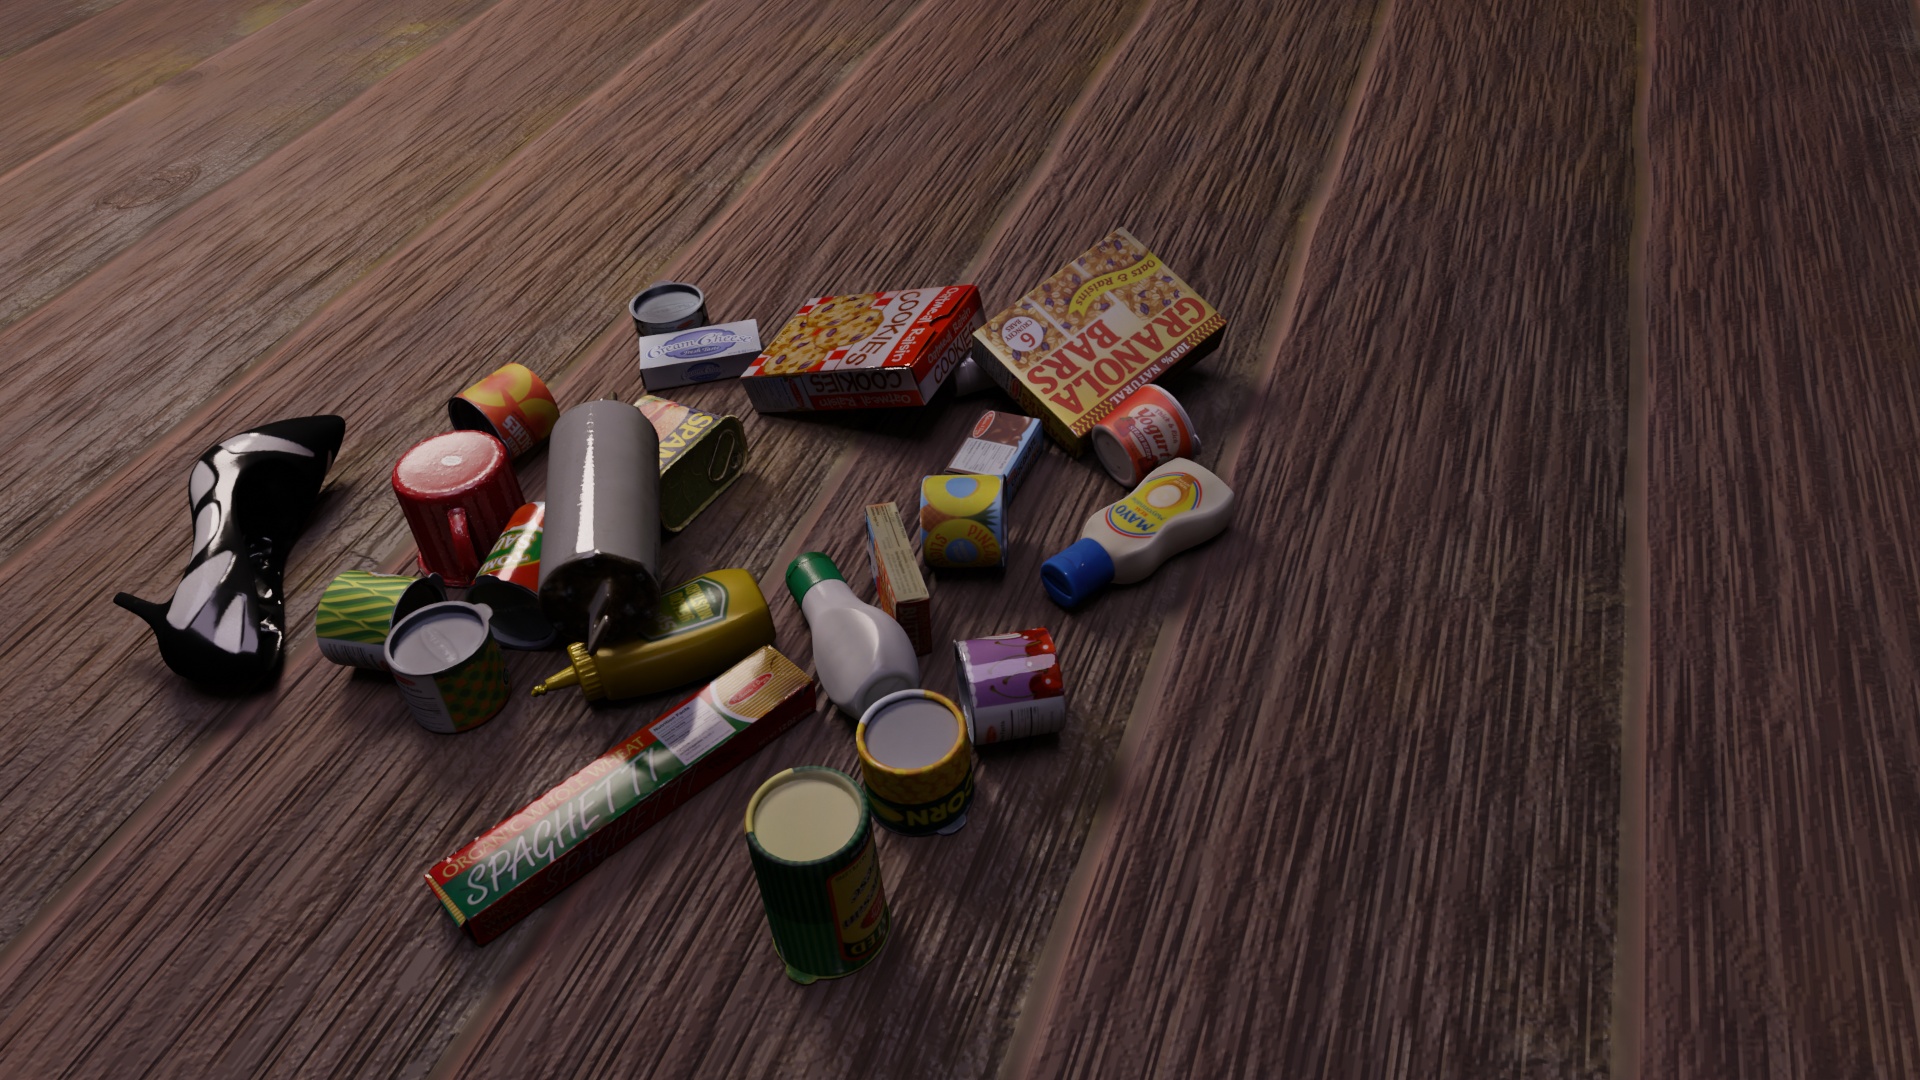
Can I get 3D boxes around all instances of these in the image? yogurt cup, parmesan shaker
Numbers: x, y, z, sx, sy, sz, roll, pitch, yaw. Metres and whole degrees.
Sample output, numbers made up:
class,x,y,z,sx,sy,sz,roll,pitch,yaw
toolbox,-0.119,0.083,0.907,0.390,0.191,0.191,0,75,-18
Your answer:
class,x,y,z,sx,sy,sz,roll,pitch,yaw
yogurt cup,0.135,-0.075,1.037,0.054,0.072,0.072,-31,48,-16
parmesan shaker,-0.076,0.180,0.741,0.071,0.102,0.072,-3,42,2

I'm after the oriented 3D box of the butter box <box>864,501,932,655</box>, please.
class,x,y,z,sx,sy,sz,roll,pitch,yaw
butter box,-0.043,0.026,0.947,0.024,0.052,0.104,-11,43,-11

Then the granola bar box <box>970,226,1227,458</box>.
class,x,y,z,sx,sy,sz,roll,pitch,yaw
granola bar box,0.109,-0.158,1.102,0.166,0.039,0.124,-38,72,-19

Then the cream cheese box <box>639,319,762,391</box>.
class,x,y,z,sx,sy,sz,roll,pitch,yaw
cream cheese box,-0.222,-0.160,1.192,0.104,0.024,0.053,-11,41,-7

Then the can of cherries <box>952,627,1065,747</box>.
class,x,y,z,sx,sy,sz,roll,pitch,yaw
can of cherries,0.030,0.088,0.860,0.058,0.071,0.072,-10,42,-5

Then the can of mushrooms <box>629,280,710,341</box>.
class,x,y,z,sx,sy,sz,roll,pitch,yaw
can of mushrooms,-0.258,-0.200,1.233,0.071,0.033,0.071,-3,42,3

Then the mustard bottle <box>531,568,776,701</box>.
class,x,y,z,sx,sy,sz,roll,pitch,yaw
mustard bottle,-0.204,0.070,0.915,0.161,0.048,0.065,-22,43,-18

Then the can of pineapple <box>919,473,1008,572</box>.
class,x,y,z,sx,sy,sz,roll,pitch,yaw
can of pineapple,0.003,-0.012,0.975,0.058,0.070,0.071,-1,42,5

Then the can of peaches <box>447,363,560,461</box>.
class,x,y,z,sx,sy,sz,roll,pitch,yaw
can of peaches,-0.361,-0.099,1.107,0.071,0.071,0.058,23,48,28

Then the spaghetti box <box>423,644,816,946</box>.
class,x,y,z,sx,sy,sz,roll,pitch,yaw
spaghetti box,-0.199,0.149,0.843,0.251,0.028,0.050,-34,50,-29

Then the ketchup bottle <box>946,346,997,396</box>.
class,x,y,z,sx,sy,sz,roll,pitch,yaw
ketchup bottle,0.061,-0.155,1.145,0.149,0.043,0.065,-16,50,-12

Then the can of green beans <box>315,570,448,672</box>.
class,x,y,z,sx,sy,sz,roll,pitch,yaw
can of green beans,-0.389,0.055,0.937,0.058,0.071,0.071,6,43,12

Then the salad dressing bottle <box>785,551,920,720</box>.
class,x,y,z,sx,sy,sz,roll,pitch,yaw
salad dressing bottle,-0.075,0.059,0.913,0.064,0.044,0.148,-54,39,13

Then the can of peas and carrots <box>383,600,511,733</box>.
class,x,y,z,sx,sy,sz,roll,pitch,yaw
can of peas and carrots,-0.332,0.081,0.908,0.071,0.058,0.071,-2,42,2

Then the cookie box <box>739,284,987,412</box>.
class,x,y,z,sx,sy,sz,roll,pitch,yaw
cookie box,-0.078,-0.157,1.131,0.167,0.040,0.123,1,40,31

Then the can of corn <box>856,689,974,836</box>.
class,x,y,z,sx,sy,sz,roll,pitch,yaw
can of corn,-0.025,0.132,0.822,0.071,0.058,0.071,-3,42,3

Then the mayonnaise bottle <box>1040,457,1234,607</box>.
class,x,y,z,sx,sy,sz,roll,pitch,yaw
mayonnaise bottle,0.122,-0.004,0.973,0.149,0.041,0.065,-31,50,-27

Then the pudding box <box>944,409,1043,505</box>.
class,x,y,z,sx,sy,sz,roll,pitch,yaw
pudding box,0.027,-0.062,1.055,0.050,0.030,0.084,12,44,19

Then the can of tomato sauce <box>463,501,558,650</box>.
class,x,y,z,sx,sy,sz,roll,pitch,yaw
can of tomato sauce,-0.297,0.022,0.962,0.071,0.070,0.083,3,42,9
